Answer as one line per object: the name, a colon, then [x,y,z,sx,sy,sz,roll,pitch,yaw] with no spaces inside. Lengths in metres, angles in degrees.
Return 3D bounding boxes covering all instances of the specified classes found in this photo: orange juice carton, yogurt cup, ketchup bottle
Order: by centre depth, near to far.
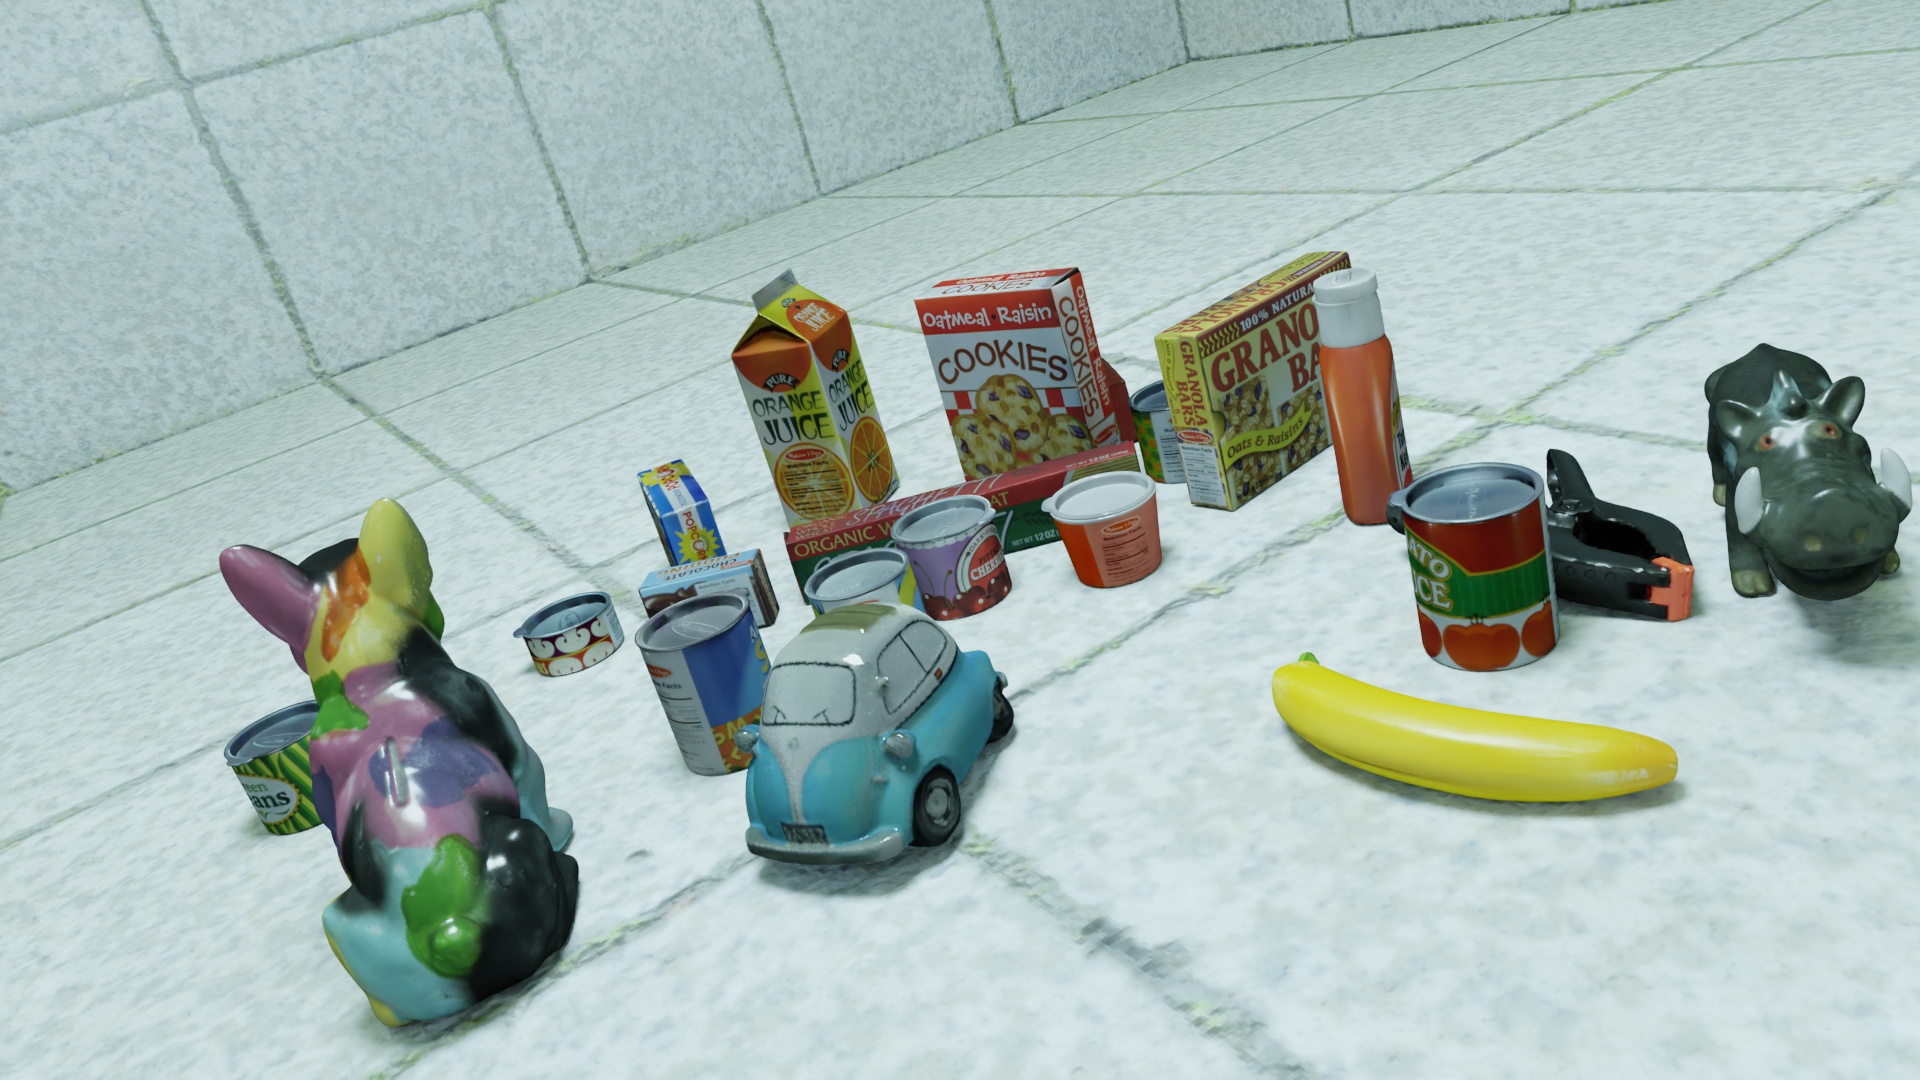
ketchup bottle: [0.242,-0.088,0.837,0.043,0.148,0.065,-7,24,22]
yogurt cup: [0.094,-0.006,0.872,0.072,0.053,0.073,-14,22,6]
orange juice carton: [-0.117,-0.110,1.078,0.073,0.192,0.072,-6,24,25]

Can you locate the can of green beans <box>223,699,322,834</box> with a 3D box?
can of green beans: [-0.414,0.141,0.869,0.071,0.057,0.071,-14,22,6]

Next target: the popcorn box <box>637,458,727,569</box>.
popcorn box: [-0.200,-0.003,1.024,0.038,0.085,0.127,-22,23,-13]

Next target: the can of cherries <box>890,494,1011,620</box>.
can of cherries: [-0.003,0.011,0.892,0.071,0.058,0.072,-14,22,6]

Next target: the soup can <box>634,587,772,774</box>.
soup can: [-0.137,0.079,0.791,0.071,0.083,0.071,-14,22,6]

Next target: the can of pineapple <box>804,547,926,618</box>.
can of pineapple: [-0.055,0.044,0.852,0.071,0.057,0.071,-14,22,6]

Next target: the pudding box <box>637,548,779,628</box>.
pudding box: [-0.172,0.040,0.952,0.084,0.049,0.030,-13,22,8]

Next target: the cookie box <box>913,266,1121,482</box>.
cookie box: [0.045,-0.105,0.988,0.123,0.166,0.040,3,29,39]

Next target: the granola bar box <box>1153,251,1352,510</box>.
granola bar box: [0.212,-0.111,0.945,0.166,0.123,0.039,-31,26,-32]

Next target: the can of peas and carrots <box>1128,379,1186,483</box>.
can of peas and carrots: [0.159,-0.081,0.997,0.071,0.058,0.071,-14,22,6]

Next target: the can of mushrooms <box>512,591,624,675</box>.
can of mushrooms: [-0.276,0.066,0.983,0.071,0.033,0.071,-14,22,6]

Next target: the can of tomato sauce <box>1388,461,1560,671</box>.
can of tomato sauce: [0.253,0.013,0.681,0.071,0.082,0.071,-14,22,6]

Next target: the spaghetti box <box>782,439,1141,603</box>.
spaghetti box: [0.003,-0.012,0.952,0.250,0.050,0.029,-14,22,5]
